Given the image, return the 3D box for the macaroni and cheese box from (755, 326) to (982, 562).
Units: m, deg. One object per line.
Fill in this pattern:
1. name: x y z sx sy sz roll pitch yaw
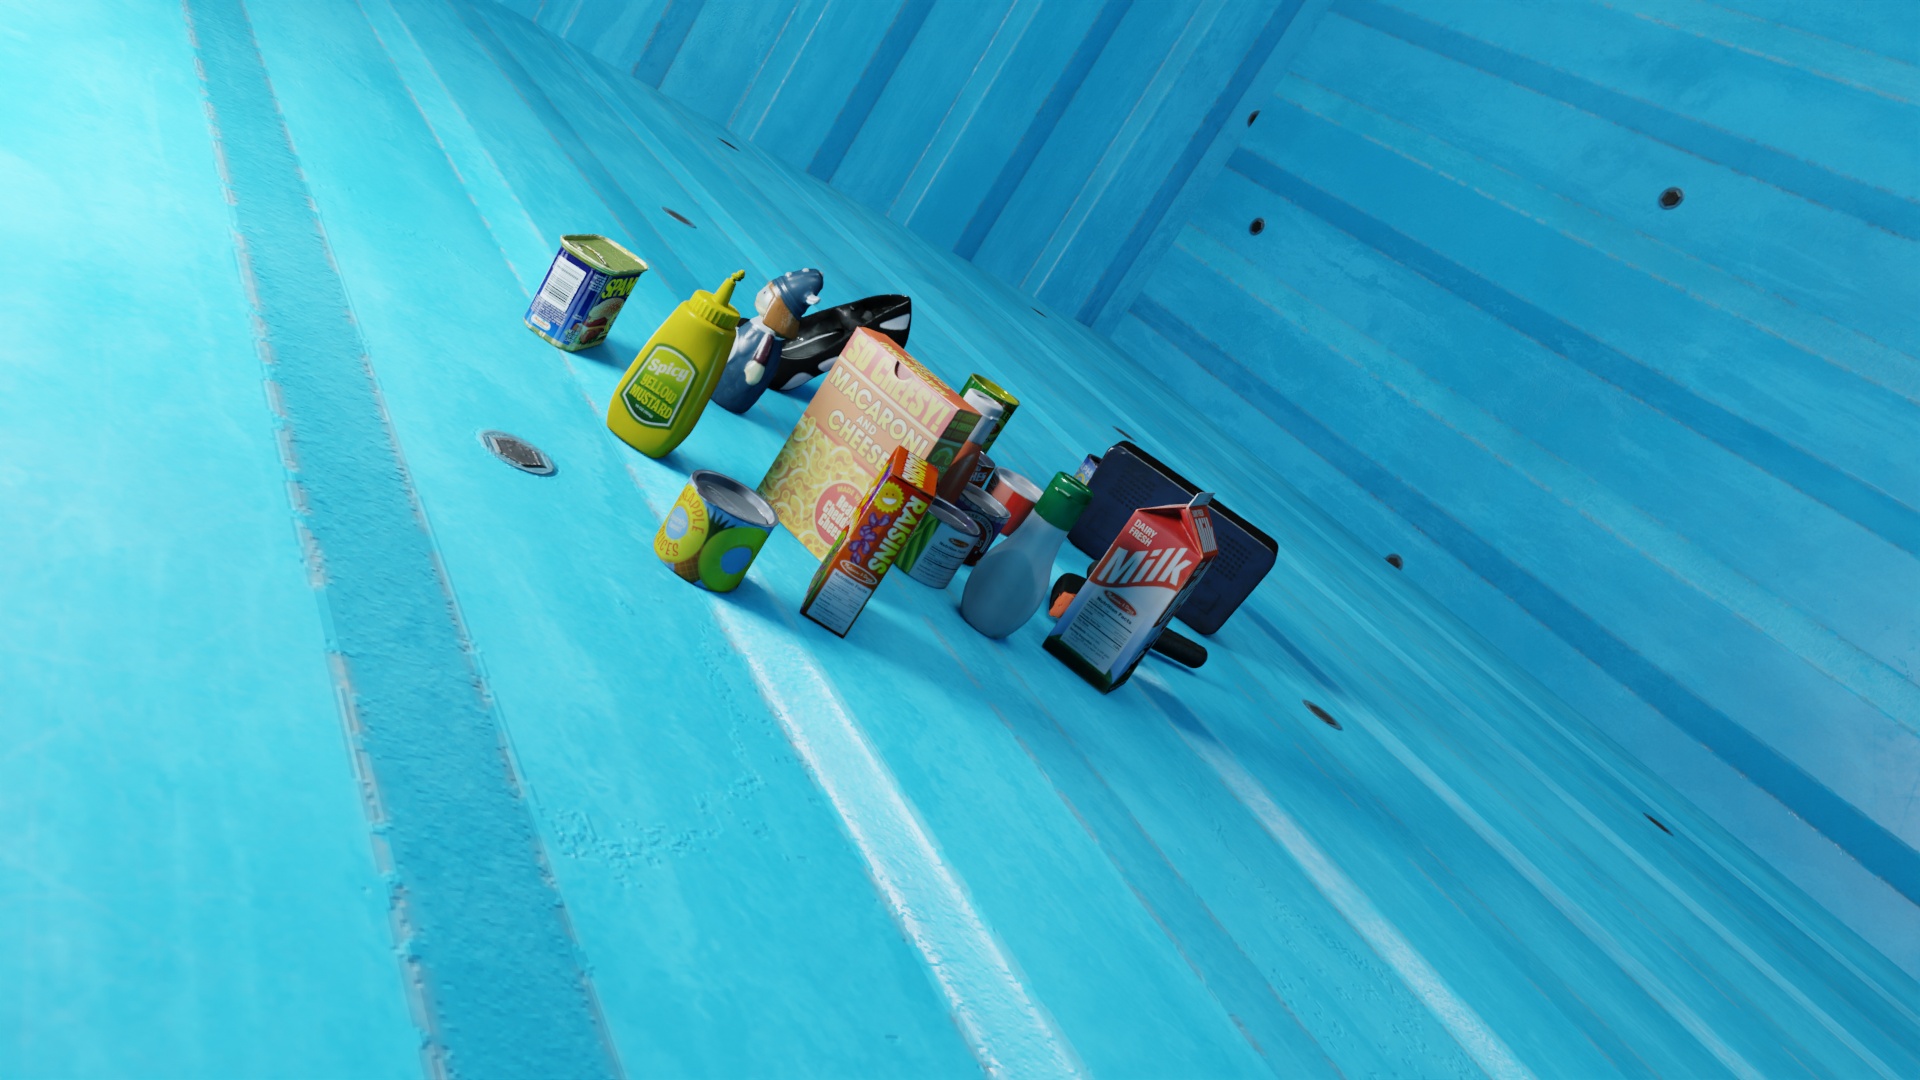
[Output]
1. macaroni and cheese box: -0.076 -0.066 1.094 0.124 0.166 0.040 41 16 28

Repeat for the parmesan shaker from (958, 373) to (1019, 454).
1. parmesan shaker: 0.015 -0.132 1.611 0.071 0.103 0.071 31 15 -9

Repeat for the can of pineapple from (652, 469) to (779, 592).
1. can of pineapple: -0.166 -0.007 0.933 0.071 0.057 0.071 31 15 -9

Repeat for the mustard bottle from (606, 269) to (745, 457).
1. mustard bottle: -0.211 -0.141 1.065 0.065 0.159 0.049 33 14 0

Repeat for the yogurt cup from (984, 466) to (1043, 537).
1. yogurt cup: 0.052 -0.039 1.490 0.072 0.053 0.072 31 15 -9

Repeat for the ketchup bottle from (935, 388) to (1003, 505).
1. ketchup bottle: -0.015 -0.065 1.252 0.043 0.148 0.065 42 17 31

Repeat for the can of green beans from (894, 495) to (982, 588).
1. can of green beans: -0.024 0.000 1.204 0.071 0.057 0.071 31 15 -9

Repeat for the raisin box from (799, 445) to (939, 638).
1. raisin box: -0.063 -0.001 0.999 0.040 0.123 0.086 32 15 -7

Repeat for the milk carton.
1. milk carton: 0.161 0.035 1.217 0.073 0.190 0.072 38 15 16

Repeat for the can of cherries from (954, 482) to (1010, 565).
1. can of cherries: 0.005 -0.016 1.313 0.071 0.058 0.072 31 15 -9

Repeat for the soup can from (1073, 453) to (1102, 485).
1. soup can: 0.160 -0.054 1.701 0.071 0.083 0.071 31 15 -9

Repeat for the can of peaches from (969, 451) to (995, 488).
1. can of peaches: -0.005 -0.071 1.466 0.071 0.058 0.071 31 15 -9

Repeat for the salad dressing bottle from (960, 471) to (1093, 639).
1. salad dressing bottle: 0.057 0.012 1.159 0.064 0.147 0.044 37 15 14
